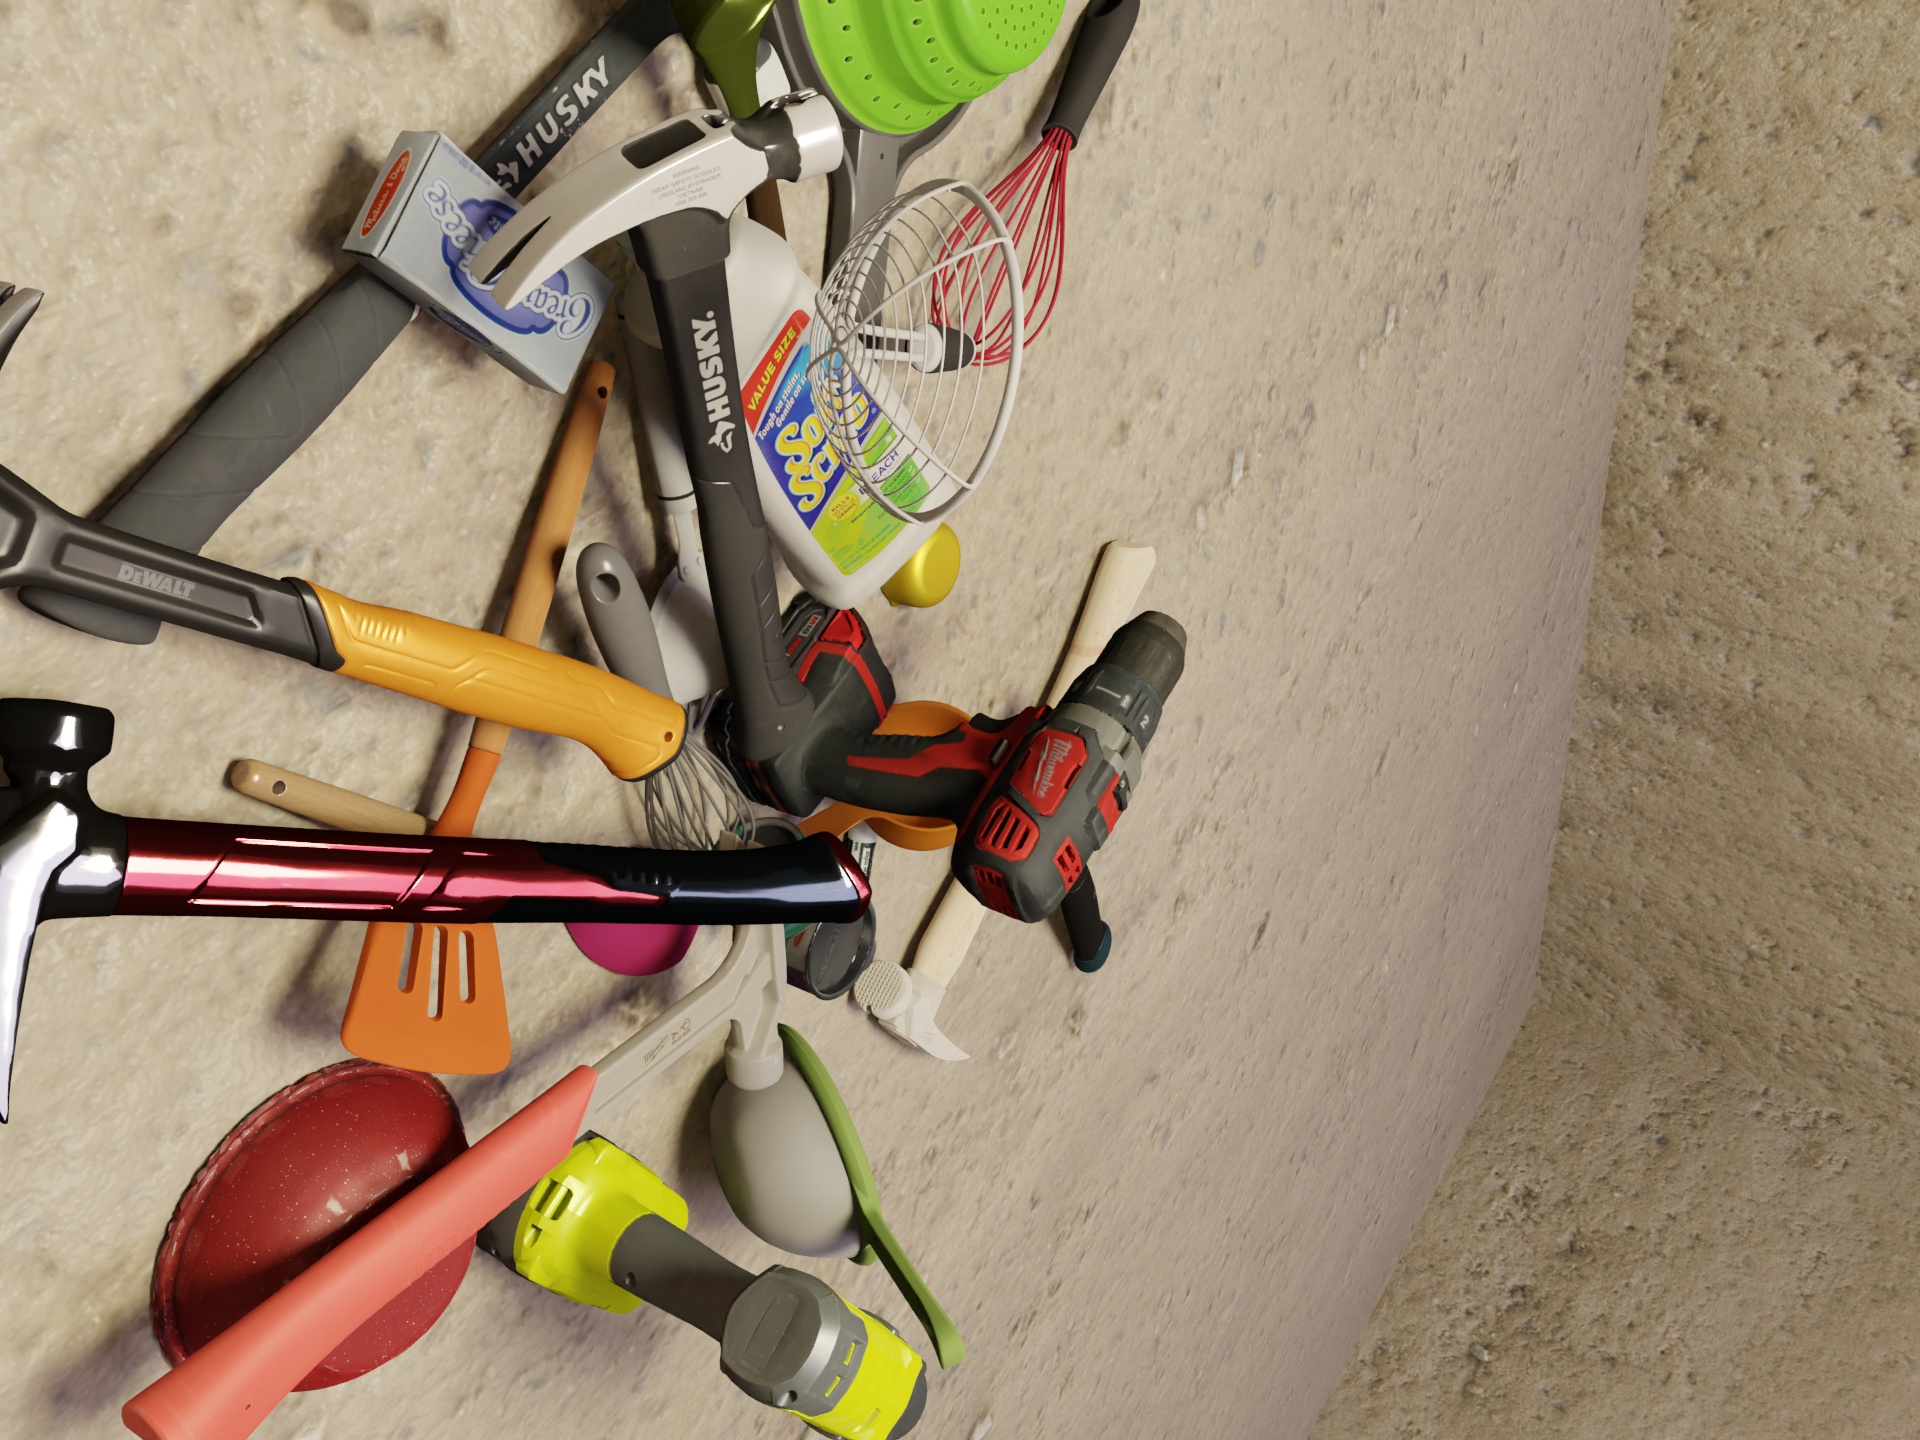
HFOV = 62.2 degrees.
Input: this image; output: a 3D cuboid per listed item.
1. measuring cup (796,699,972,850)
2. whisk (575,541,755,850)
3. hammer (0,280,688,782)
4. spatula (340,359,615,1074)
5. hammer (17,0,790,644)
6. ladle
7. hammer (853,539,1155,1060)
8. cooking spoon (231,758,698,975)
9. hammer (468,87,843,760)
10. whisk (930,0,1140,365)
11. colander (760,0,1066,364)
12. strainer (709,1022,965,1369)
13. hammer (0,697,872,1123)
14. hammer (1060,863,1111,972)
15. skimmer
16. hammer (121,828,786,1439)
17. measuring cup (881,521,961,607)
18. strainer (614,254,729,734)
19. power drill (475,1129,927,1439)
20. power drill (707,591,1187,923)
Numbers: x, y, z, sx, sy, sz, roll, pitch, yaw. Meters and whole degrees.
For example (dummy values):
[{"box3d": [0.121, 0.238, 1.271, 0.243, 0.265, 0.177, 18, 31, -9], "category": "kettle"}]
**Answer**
[{"box3d": [-0.057, 0.058, 0.973, 0.173, 0.095, 0.052, -31, 162, -18], "category": "measuring cup"}, {"box3d": [-0.146, 0.001, 0.783, 0.055, 0.055, 0.238, -53, 152, -30], "category": "whisk"}, {"box3d": [-0.224, -0.038, 0.605, 0.336, 0.034, 0.127, 23, 85, -54], "category": "hammer"}, {"box3d": [-0.198, -0.009, 0.703, 0.081, 0.041, 0.323, 23, 78, -45], "category": "spatula"}, {"box3d": [-0.210, -0.191, 0.626, 0.409, 0.036, 0.149, -57, 145, -24], "category": "hammer"}, {"box3d": [-0.081, -0.229, 0.738, 0.078, 0.062, 0.319, -50, 156, -28], "category": "ladle"}, {"box3d": [0.051, 0.049, 1.166, 0.411, 0.038, 0.146, -63, 149, -17], "category": "hammer"}, {"box3d": [-0.216, 0.070, 0.761, 0.318, 0.017, 0.069, 36, 73, -58], "category": "cooking spoon"}, {"box3d": [-0.109, -0.099, 0.704, 0.146, 0.035, 0.334, -27, 143, -21], "category": "hammer"}, {"box3d": [0.052, -0.336, 0.957, 0.073, 0.073, 0.296, 50, 57, -55], "category": "whisk"}, {"box3d": [-0.017, -0.307, 0.820, 0.204, 0.094, 0.397, -17, 119, -54], "category": "colander"}, {"box3d": [-0.083, 0.280, 0.894, 0.069, 0.257, 0.151, -19, 120, -22], "category": "strainer"}, {"box3d": [-0.194, 0.083, 0.665, 0.386, 0.038, 0.143, 9, 85, -44], "category": "hammer"}, {"box3d": [0.085, 0.114, 1.198, 0.128, 0.033, 0.330, -64, 159, -23], "category": "hammer"}, {"box3d": [0.002, -0.166, 0.725, 0.363, 0.090, 0.127, -56, 154, -75], "category": "skimmer"}, {"box3d": [-0.202, 0.189, 0.717, 0.359, 0.037, 0.149, -35, 132, -48], "category": "hammer"}, {"box3d": [-0.046, -0.102, 0.937, 0.156, 0.029, 0.062, 11, 95, -61], "category": "measuring cup"}, {"box3d": [-0.137, -0.101, 0.786, 0.087, 0.050, 0.258, -48, 139, -49], "category": "strainer"}, {"box3d": [-0.125, 0.296, 0.817, 0.080, 0.223, 0.171, -59, 147, -21], "category": "power drill"}, {"box3d": [-0.001, -0.003, 0.866, 0.188, 0.227, 0.080, -56, 145, -26], "category": "power drill"}]
